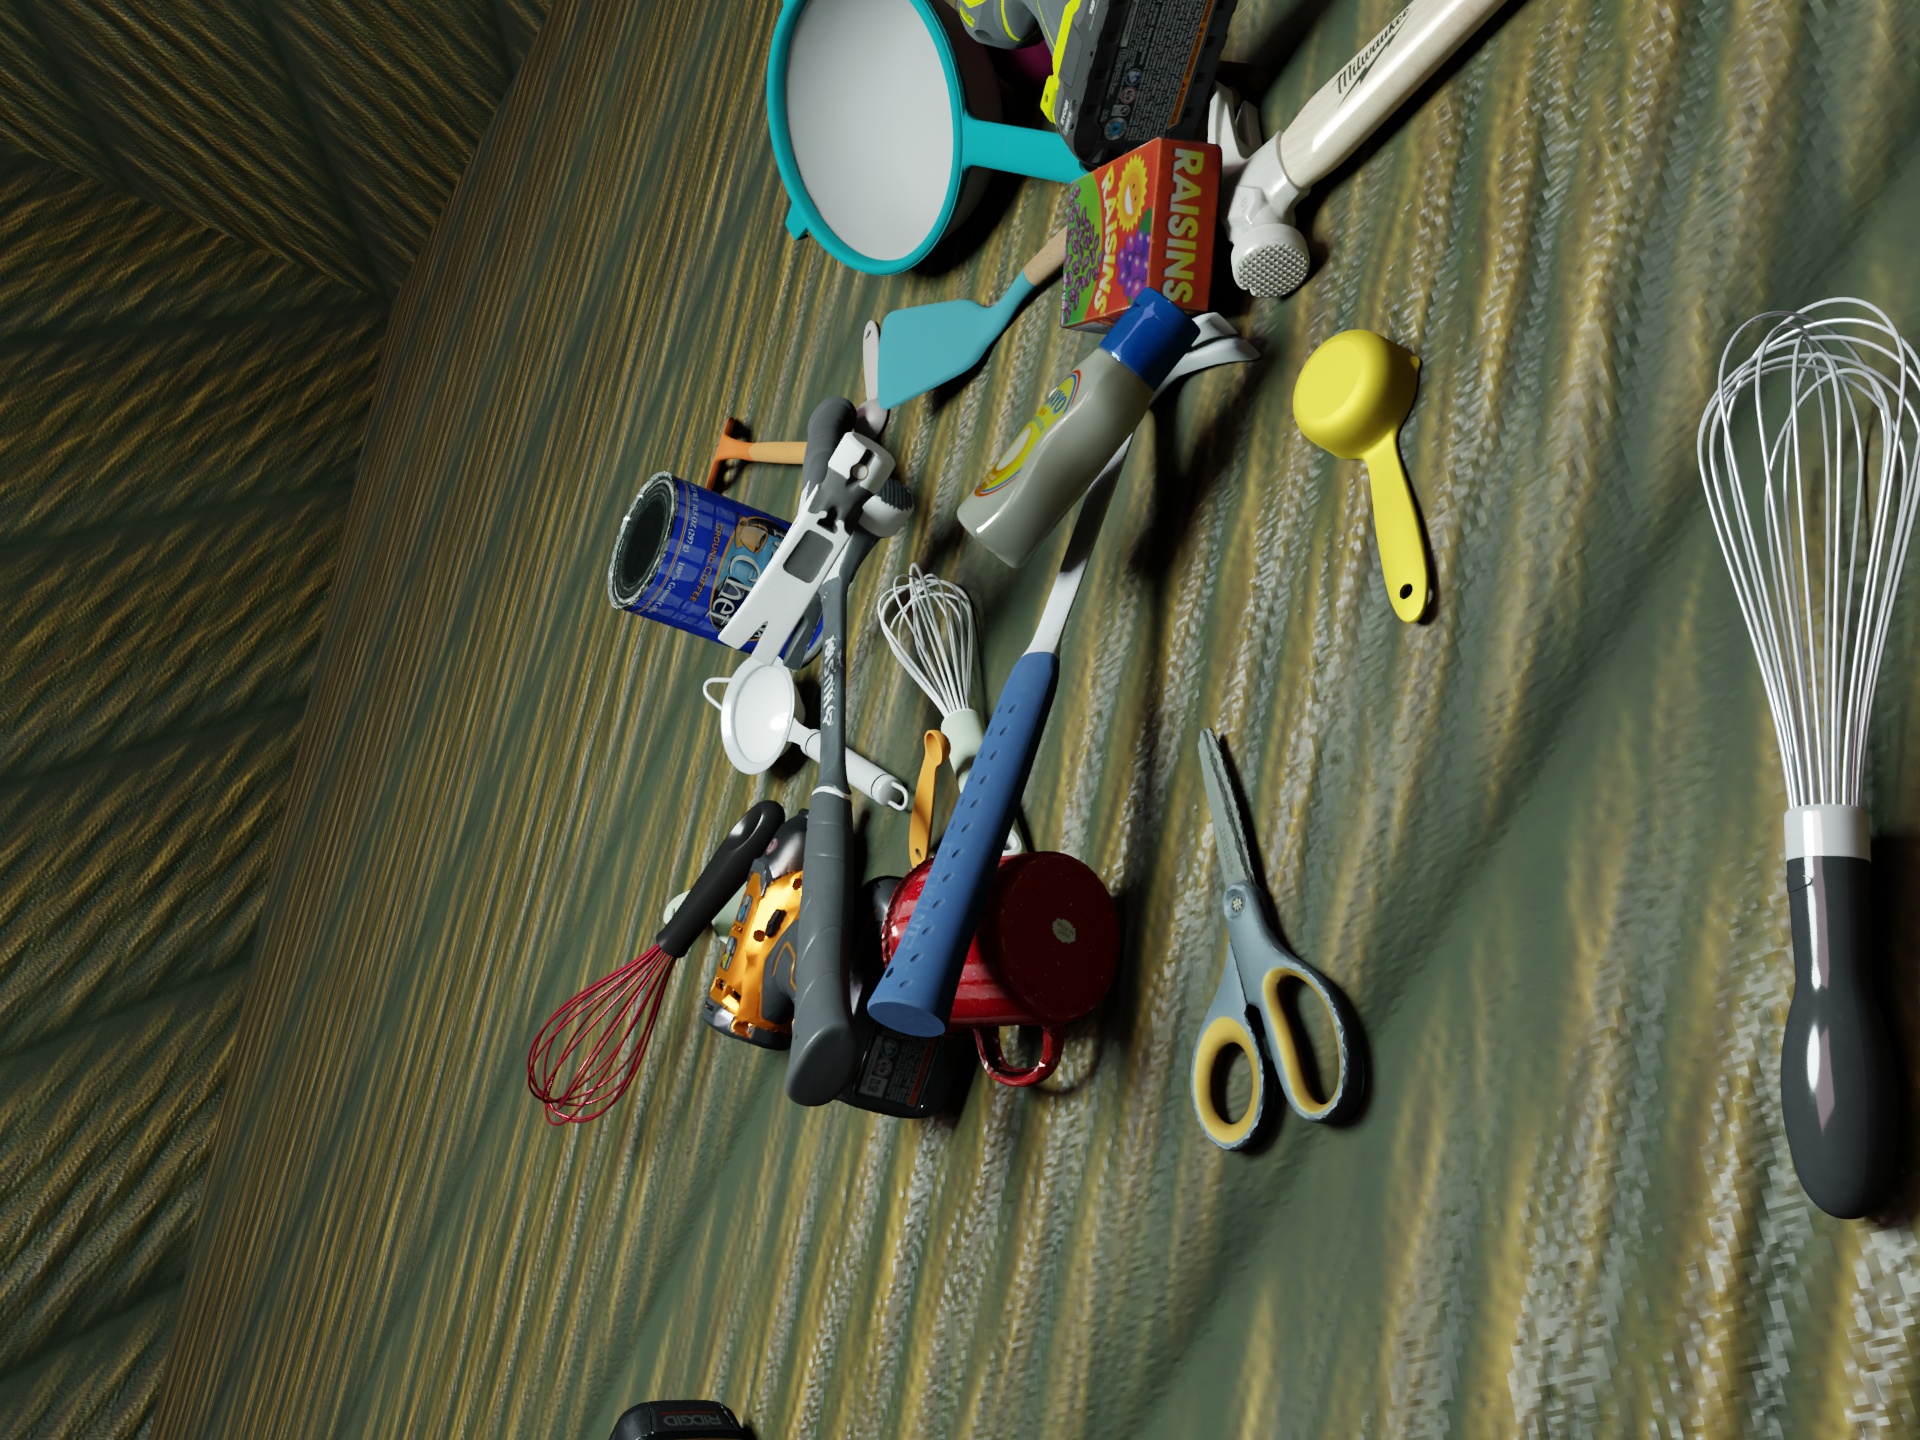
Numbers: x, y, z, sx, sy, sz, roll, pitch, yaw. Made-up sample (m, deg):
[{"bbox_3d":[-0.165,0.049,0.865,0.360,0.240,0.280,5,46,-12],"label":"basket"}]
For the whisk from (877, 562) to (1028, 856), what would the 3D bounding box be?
[{"bbox_3d":[-0.001,-0.003,0.923,0.059,0.058,0.247,90,167,-47],"label":"whisk"}]

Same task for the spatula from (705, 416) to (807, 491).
[{"bbox_3d":[-0.146,-0.214,1.287,0.323,0.041,0.081,16,87,55],"label":"spatula"}]

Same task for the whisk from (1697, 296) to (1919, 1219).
[{"bbox_3d":[0.262,0.004,0.486,0.070,0.070,0.285,-14,67,55],"label":"whisk"}]

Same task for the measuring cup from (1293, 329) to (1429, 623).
[{"bbox_3d":[0.179,-0.110,0.700,0.062,0.029,0.157,-39,41,42],"label":"measuring cup"}]

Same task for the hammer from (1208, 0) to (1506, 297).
[{"bbox_3d":[0.263,-0.368,0.707,0.410,0.038,0.146,-38,42,42],"label":"hammer"}]

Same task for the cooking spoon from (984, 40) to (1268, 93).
[{"bbox_3d":[0.088,-0.414,0.999,0.017,0.068,0.319,-41,37,-8],"label":"cooking spoon"}]

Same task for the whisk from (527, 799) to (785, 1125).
[{"bbox_3d":[-0.205,0.164,1.065,0.295,0.073,0.073,-51,35,18],"label":"whisk"}]

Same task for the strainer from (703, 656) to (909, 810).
[{"bbox_3d":[-0.100,0.015,1.068,0.259,0.050,0.087,28,104,53],"label":"strainer"}]

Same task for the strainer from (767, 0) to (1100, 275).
[{"bbox_3d":[0.005,-0.408,1.089,0.341,0.095,0.210,27,129,38],"label":"strainer"}]

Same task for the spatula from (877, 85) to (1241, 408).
[{"bbox_3d":[0.052,-0.294,0.990,0.317,0.044,0.082,-31,50,48],"label":"spatula"}]

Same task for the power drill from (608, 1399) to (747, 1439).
[{"bbox_3d":[-0.143,0.502,0.831,0.226,0.084,0.185,45,113,52],"label":"power drill"}]

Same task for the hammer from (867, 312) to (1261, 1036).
[{"bbox_3d":[0.044,-0.039,0.777,0.144,0.035,0.406,-20,41,51],"label":"hammer"}]

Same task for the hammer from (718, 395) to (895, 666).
[{"bbox_3d":[-0.092,-0.149,1.019,0.146,0.035,0.335,-56,15,18],"label":"hammer"}]

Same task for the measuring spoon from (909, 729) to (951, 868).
[{"bbox_3d":[-0.017,0.048,0.903,0.021,0.011,0.116,55,150,36],"label":"measuring spoon"}]

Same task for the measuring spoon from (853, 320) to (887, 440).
[{"bbox_3d":[-0.072,-0.259,1.195,0.034,0.018,0.124,-40,41,41],"label":"measuring spoon"}]

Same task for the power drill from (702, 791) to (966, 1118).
[{"bbox_3d":[-0.070,0.126,0.921,0.226,0.084,0.164,8,79,62],"label":"power drill"}]

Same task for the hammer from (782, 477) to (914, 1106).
[{"bbox_3d":[-0.075,0.032,0.884,0.149,0.036,0.409,-49,28,34],"label":"hammer"}]

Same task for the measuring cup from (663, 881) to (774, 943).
[{"bbox_3d":[-0.158,0.126,1.102,0.167,0.038,0.083,-24,54,53],"label":"measuring cup"}]

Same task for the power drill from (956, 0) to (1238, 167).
[{"bbox_3d":[0.068,-0.432,0.895,0.171,0.080,0.223,106,149,-46],"label":"power drill"}]
